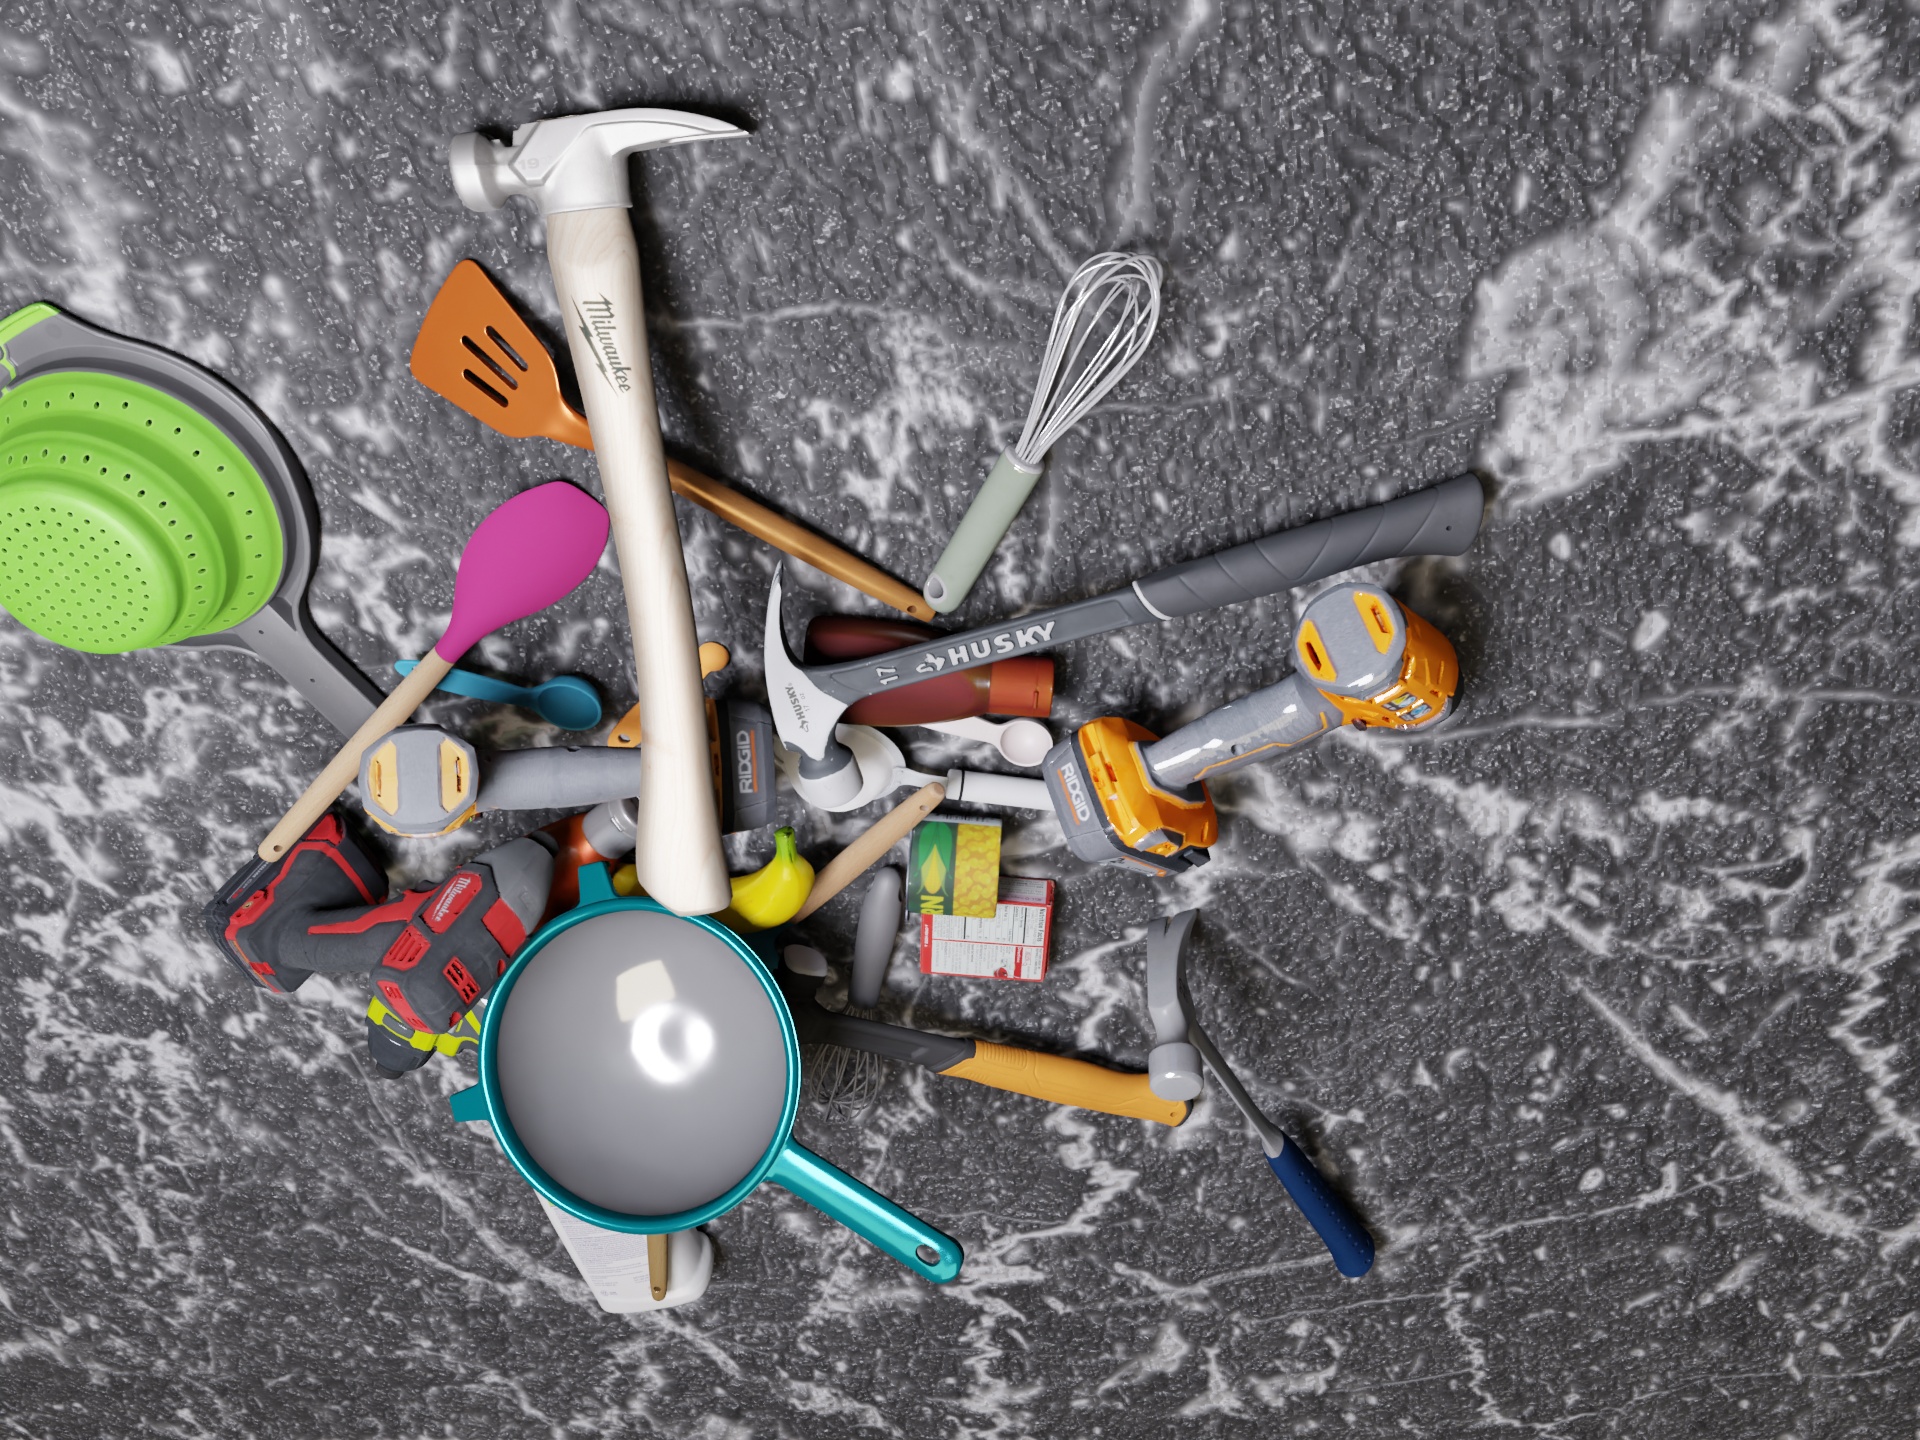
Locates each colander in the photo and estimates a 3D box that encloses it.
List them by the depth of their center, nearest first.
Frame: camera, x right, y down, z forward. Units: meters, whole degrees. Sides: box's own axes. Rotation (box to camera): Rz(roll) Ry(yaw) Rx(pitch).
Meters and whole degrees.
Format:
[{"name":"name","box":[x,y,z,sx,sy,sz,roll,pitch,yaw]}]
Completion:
[{"name":"colander","box":[-0.438,-0.050,0.940,0.204,0.095,0.396,-26,121,22]}]

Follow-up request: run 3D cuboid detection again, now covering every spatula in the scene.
[{"name":"spatula","box":[-0.151,-0.139,0.893,0.322,0.041,0.081,27,124,-20]},{"name":"spatula","box":[-0.100,0.128,1.057,0.082,0.044,0.317,27,136,-21]}]

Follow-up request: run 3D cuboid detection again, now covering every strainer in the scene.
[{"name":"strainer","box":[-0.011,0.040,1.006,0.258,0.050,0.086,7,142,-4]},{"name":"strainer","box":[-0.140,0.246,1.021,0.340,0.095,0.211,31,96,7]}]

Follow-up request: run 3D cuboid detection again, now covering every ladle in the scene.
[{"name":"ladle","box":[-0.232,0.321,1.210,0.069,0.031,0.315,5,115,3]}]

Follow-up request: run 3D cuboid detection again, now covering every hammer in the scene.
[{"name":"hammer","box":[-0.153,-0.097,0.821,0.146,0.038,0.410,-4,104,9]},{"name":"hammer","box":[0.086,-0.067,0.882,0.409,0.036,0.149,-16,121,6]},{"name":"hammer","box":[0.012,0.248,1.127,0.336,0.034,0.127,16,115,-19]},{"name":"hammer","box":[0.221,0.291,1.142,0.035,0.144,0.405,-18,132,21]}]

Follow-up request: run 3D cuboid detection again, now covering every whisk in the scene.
[{"name":"whisk","box":[0.039,-0.147,0.856,0.058,0.059,0.246,52,132,22]},{"name":"whisk","box":[-0.071,0.198,1.126,0.055,0.055,0.238,11,123,-3]}]

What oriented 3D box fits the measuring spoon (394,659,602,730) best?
[{"name":"measuring spoon","box":[-0.285,-0.025,0.989,0.128,0.021,0.042,14,137,-6]}]

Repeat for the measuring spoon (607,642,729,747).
[{"name":"measuring spoon","box":[-0.186,-0.011,0.998,0.021,0.011,0.117,39,121,-22]}]

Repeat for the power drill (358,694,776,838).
[{"name":"power drill","box":[-0.237,0.036,0.949,0.226,0.084,0.185,-2,175,-18]}]

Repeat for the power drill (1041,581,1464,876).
[{"name":"power drill","box":[0.179,0.010,0.920,0.226,0.084,0.164,-31,154,26]}]

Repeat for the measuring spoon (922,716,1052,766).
[{"name":"measuring spoon","box":[-0.002,-0.003,0.989,0.124,0.018,0.034,17,125,0]}]

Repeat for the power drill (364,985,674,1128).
[{"name":"power drill","box":[-0.313,0.239,1.135,0.223,0.080,0.171,32,119,0]}]

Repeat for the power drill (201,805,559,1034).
[{"name":"power drill","box":[-0.360,0.118,1.010,0.220,0.143,0.078,3,133,33]}]

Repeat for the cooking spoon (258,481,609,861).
[{"name":"cooking spoon","box":[-0.324,-0.022,0.954,0.319,0.017,0.068,-44,127,16]}]
